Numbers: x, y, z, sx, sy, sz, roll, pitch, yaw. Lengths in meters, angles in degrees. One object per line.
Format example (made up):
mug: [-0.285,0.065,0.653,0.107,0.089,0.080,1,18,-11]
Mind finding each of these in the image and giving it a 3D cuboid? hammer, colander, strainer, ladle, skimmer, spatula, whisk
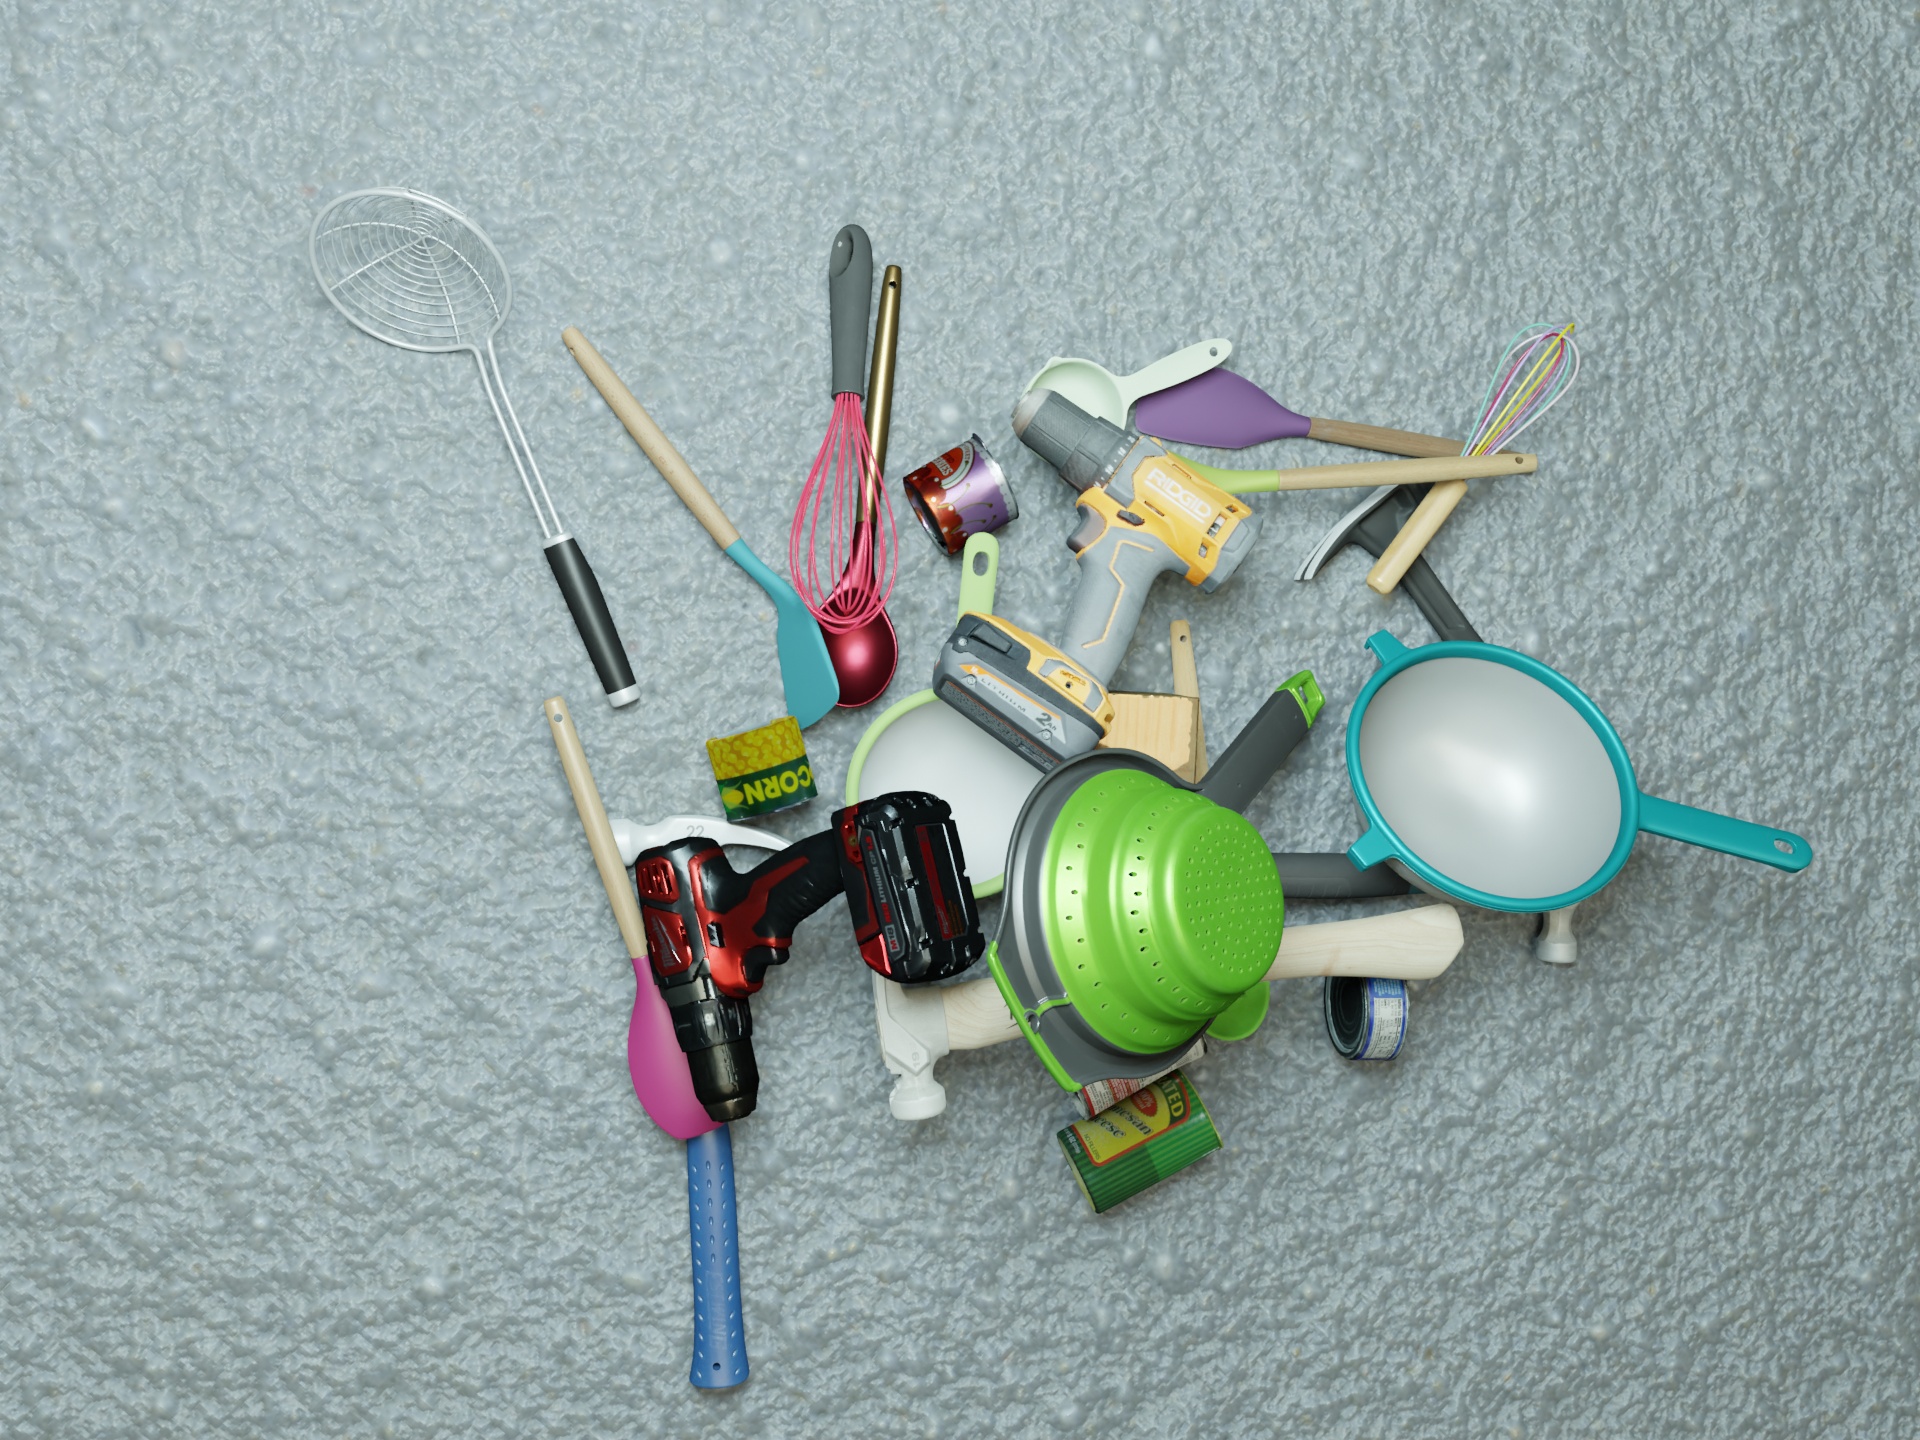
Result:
hammer: [0.322,0.118,1.194,0.331,0.033,0.128,2,91,-16]
colander: [0.174,0.070,1.016,0.397,0.094,0.204,-43,109,-41]
strainer: [0.427,0.070,1.144,0.340,0.095,0.211,15,59,-2]
ladle: [-0.065,-0.166,1.128,0.069,0.031,0.315,7,90,-12]
strainer: [-0.002,-0.004,1.124,0.151,0.069,0.256,6,93,-8]
hammer: [0.144,0.164,1.086,0.410,0.038,0.146,-8,93,-9]
skimmer: [-0.308,-0.171,1.053,0.127,0.090,0.363,-17,100,24]
ladle: [0.251,-0.169,1.143,0.320,0.062,0.078,-4,74,-2]
spatula: [-0.180,-0.138,1.097,0.044,0.082,0.317,-40,94,-32]
whisk: [-0.078,-0.203,1.090,0.073,0.073,0.296,3,79,-10]
spatula: [0.284,-0.218,1.192,0.316,0.018,0.060,8,90,-10]
hammer: [0.397,-0.027,1.214,0.127,0.034,0.336,-40,99,-7]
whisk: [0.375,-0.195,1.166,0.051,0.047,0.245,38,88,-12]
hammer: [-0.174,0.268,1.126,0.144,0.035,0.405,-3,93,-10]

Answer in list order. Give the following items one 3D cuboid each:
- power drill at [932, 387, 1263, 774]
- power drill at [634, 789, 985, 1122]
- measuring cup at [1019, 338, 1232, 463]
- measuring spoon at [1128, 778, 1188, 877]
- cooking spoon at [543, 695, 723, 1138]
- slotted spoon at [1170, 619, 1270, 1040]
power drill: [0.070,-0.099,1.057,0.185,0.084,0.226,36,76,0]
power drill: [-0.102,0.150,1.020,0.227,0.080,0.188,-18,82,26]
measuring cup: [0.118,-0.238,1.153,0.167,0.038,0.083,-25,97,-10]
measuring spoon: [0.115,0.092,1.074,0.042,0.021,0.128,39,74,1]
cooking spoon: [-0.226,0.136,1.082,0.068,0.017,0.319,-19,96,-9]
slotted spoon: [0.182,0.081,1.185,0.070,0.031,0.314,-7,92,-10]
